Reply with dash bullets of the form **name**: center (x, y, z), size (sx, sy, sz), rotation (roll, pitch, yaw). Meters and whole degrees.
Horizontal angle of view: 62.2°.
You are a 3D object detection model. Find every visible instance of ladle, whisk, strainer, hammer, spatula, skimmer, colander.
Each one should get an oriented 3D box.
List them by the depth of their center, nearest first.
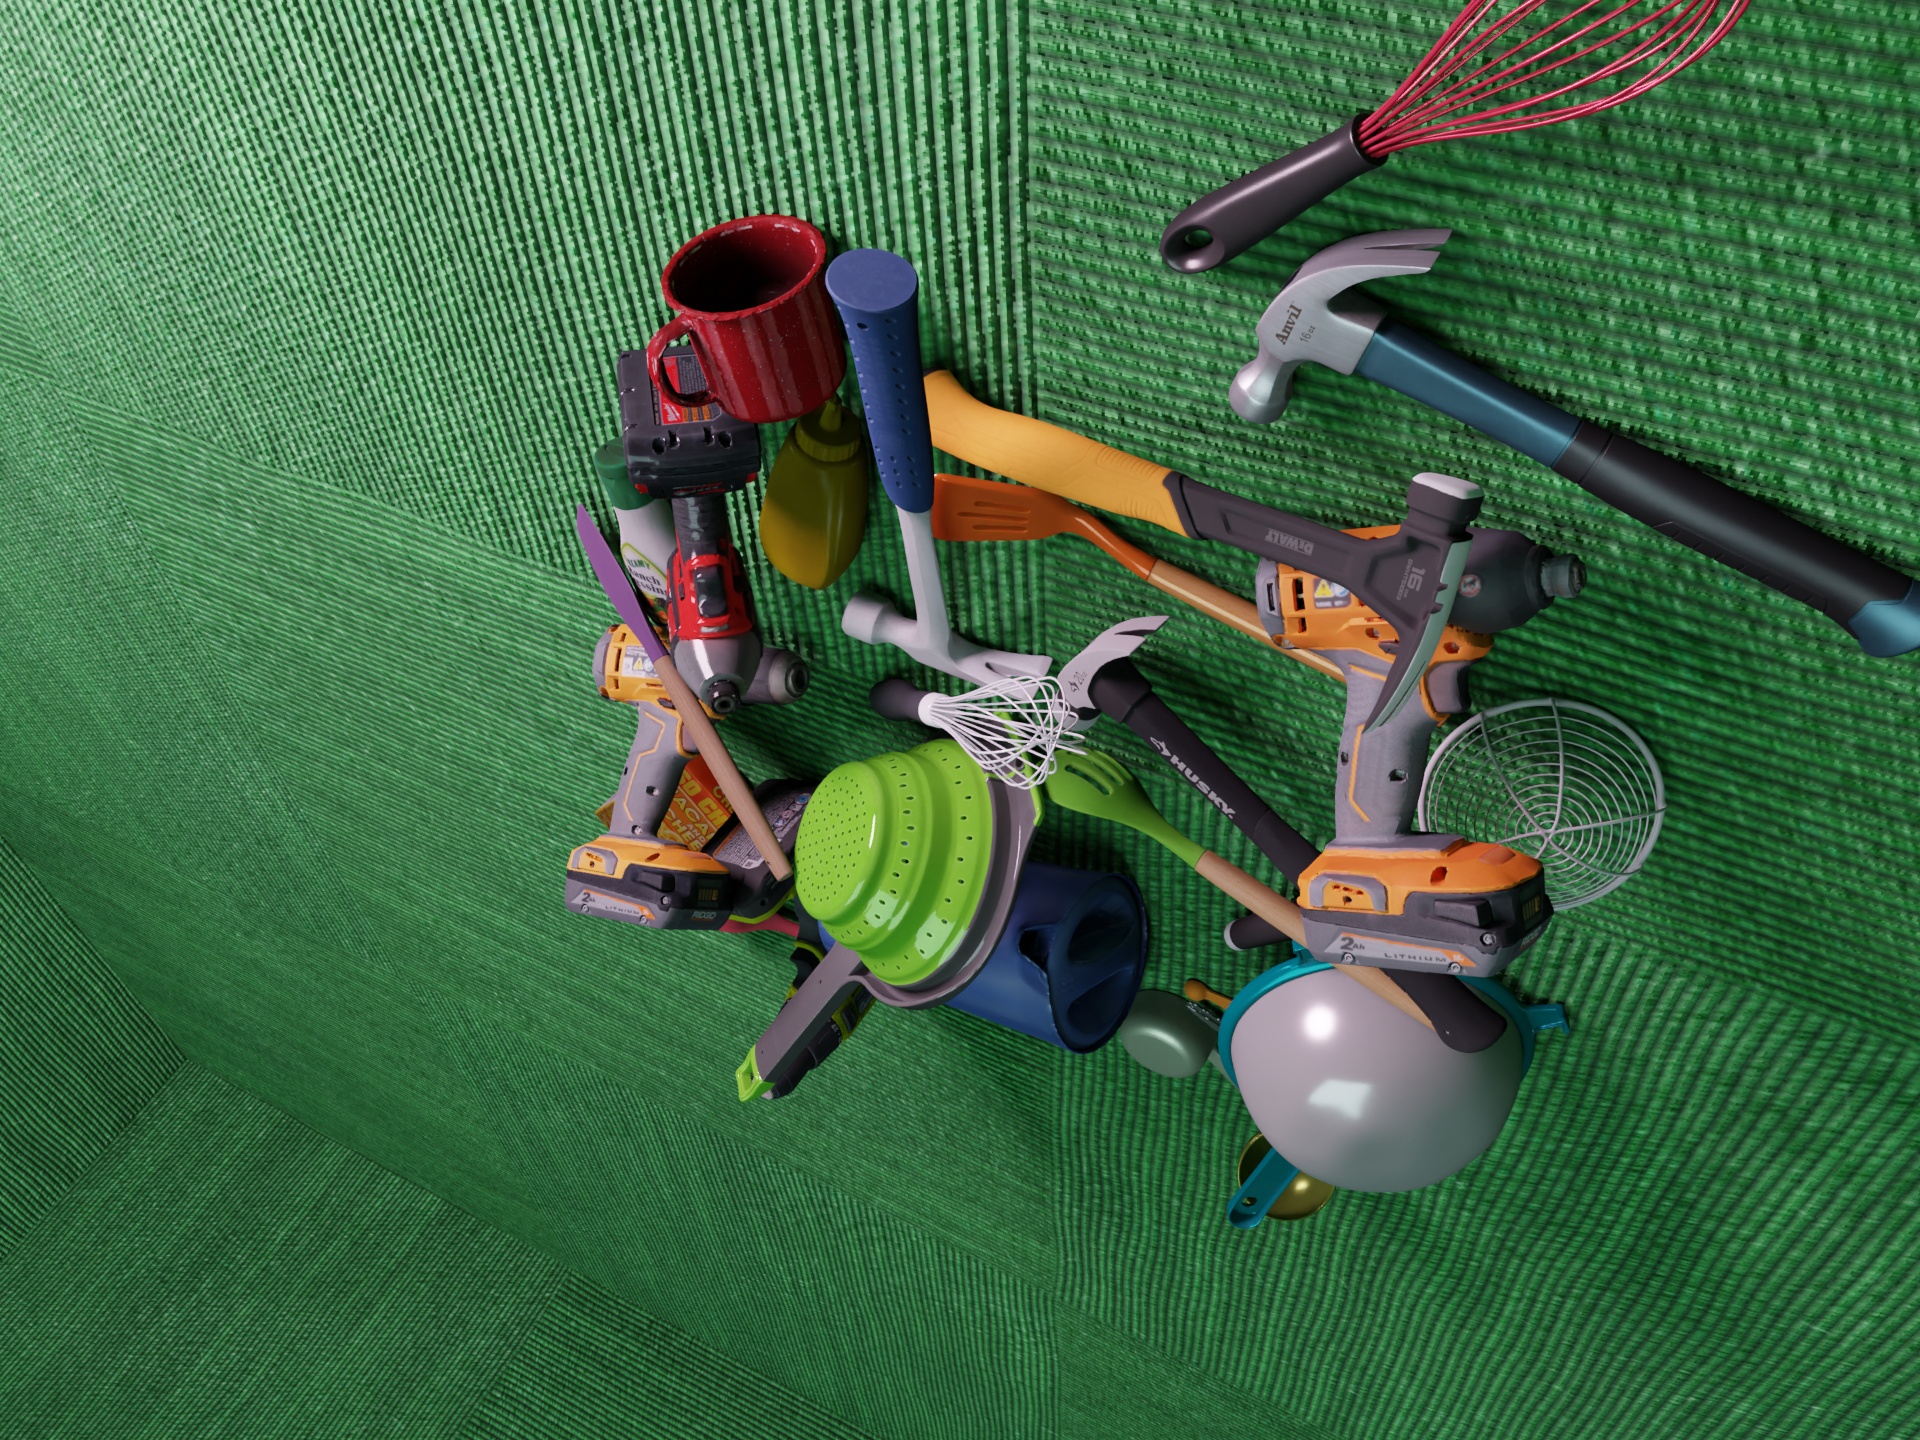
- **whisk**: center (0.183, -0.246, 0.651), size (0.073, 0.073, 0.296), rotation (48, 149, -18)
- **hammer**: center (0.290, -0.120, 0.731), size (0.331, 0.033, 0.128), rotation (29, 146, 7)
- **hammer**: center (0.097, -0.112, 0.833), size (0.337, 0.034, 0.127), rotation (27, 117, 31)
- **hammer**: center (-0.021, -0.118, 0.893), size (0.144, 0.035, 0.405), rotation (23, 161, 12)
- **spatula**: center (0.128, -0.068, 0.917), size (0.322, 0.041, 0.081), rotation (28, 162, 8)
- **hammer**: center (0.192, 0.070, 0.952), size (0.335, 0.035, 0.146), rotation (44, 159, 9)
- **skimmer**: center (0.275, 0.085, 0.992), size (0.127, 0.090, 0.363), rotation (42, 155, -3)
- **whisk**: center (-0.001, -0.003, 1.027), size (0.070, 0.070, 0.285), rotation (49, 166, -20)
- **strainer**: center (0.261, 0.296, 1.107), size (0.211, 0.095, 0.340), rotation (17, 131, -6)
- **spatula**: center (-0.202, -0.021, 1.138), size (0.316, 0.018, 0.059), rotation (58, 154, 15)
- **colander**: center (-0.094, 0.147, 1.138), size (0.094, 0.205, 0.397), rotation (17, 126, -32)
- **ladle**: center (0.278, 0.271, 1.168), size (0.078, 0.062, 0.320), rotation (17, 136, 3)
- **ladle**: center (-0.116, 0.206, 1.459), size (0.315, 0.031, 0.069), rotation (18, 130, 19)

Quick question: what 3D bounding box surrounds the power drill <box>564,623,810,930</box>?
- **power drill**: center (-0.203, 0.041, 1.190), size (0.185, 0.226, 0.084), rotation (5, 175, 31)

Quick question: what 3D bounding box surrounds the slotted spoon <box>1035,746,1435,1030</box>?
- **slotted spoon**: center (0.177, 0.103, 1.020), size (0.314, 0.070, 0.031), rotation (35, 128, 20)

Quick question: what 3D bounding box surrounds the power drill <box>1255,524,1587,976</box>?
- **power drill**: center (0.243, 0.011, 0.819), size (0.164, 0.084, 0.226), rotation (-1, 99, 40)

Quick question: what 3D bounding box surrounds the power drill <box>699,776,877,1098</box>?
- **power drill**: center (-0.134, 0.180, 1.306), size (0.080, 0.191, 0.228), rotation (10, 134, 33)

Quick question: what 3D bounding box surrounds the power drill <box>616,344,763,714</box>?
- **power drill**: center (-0.163, -0.115, 1.005), size (0.078, 0.143, 0.219), rotation (-7, 136, -9)

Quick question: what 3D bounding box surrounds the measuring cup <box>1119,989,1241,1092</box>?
- **measuring cup**: center (0.197, 0.285, 1.284), size (0.167, 0.038, 0.083), rotation (42, 145, -8)

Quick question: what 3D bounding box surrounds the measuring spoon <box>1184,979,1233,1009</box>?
- **measuring spoon**: center (0.225, 0.231, 1.223), size (0.117, 0.011, 0.021), rotation (26, 144, 13)
